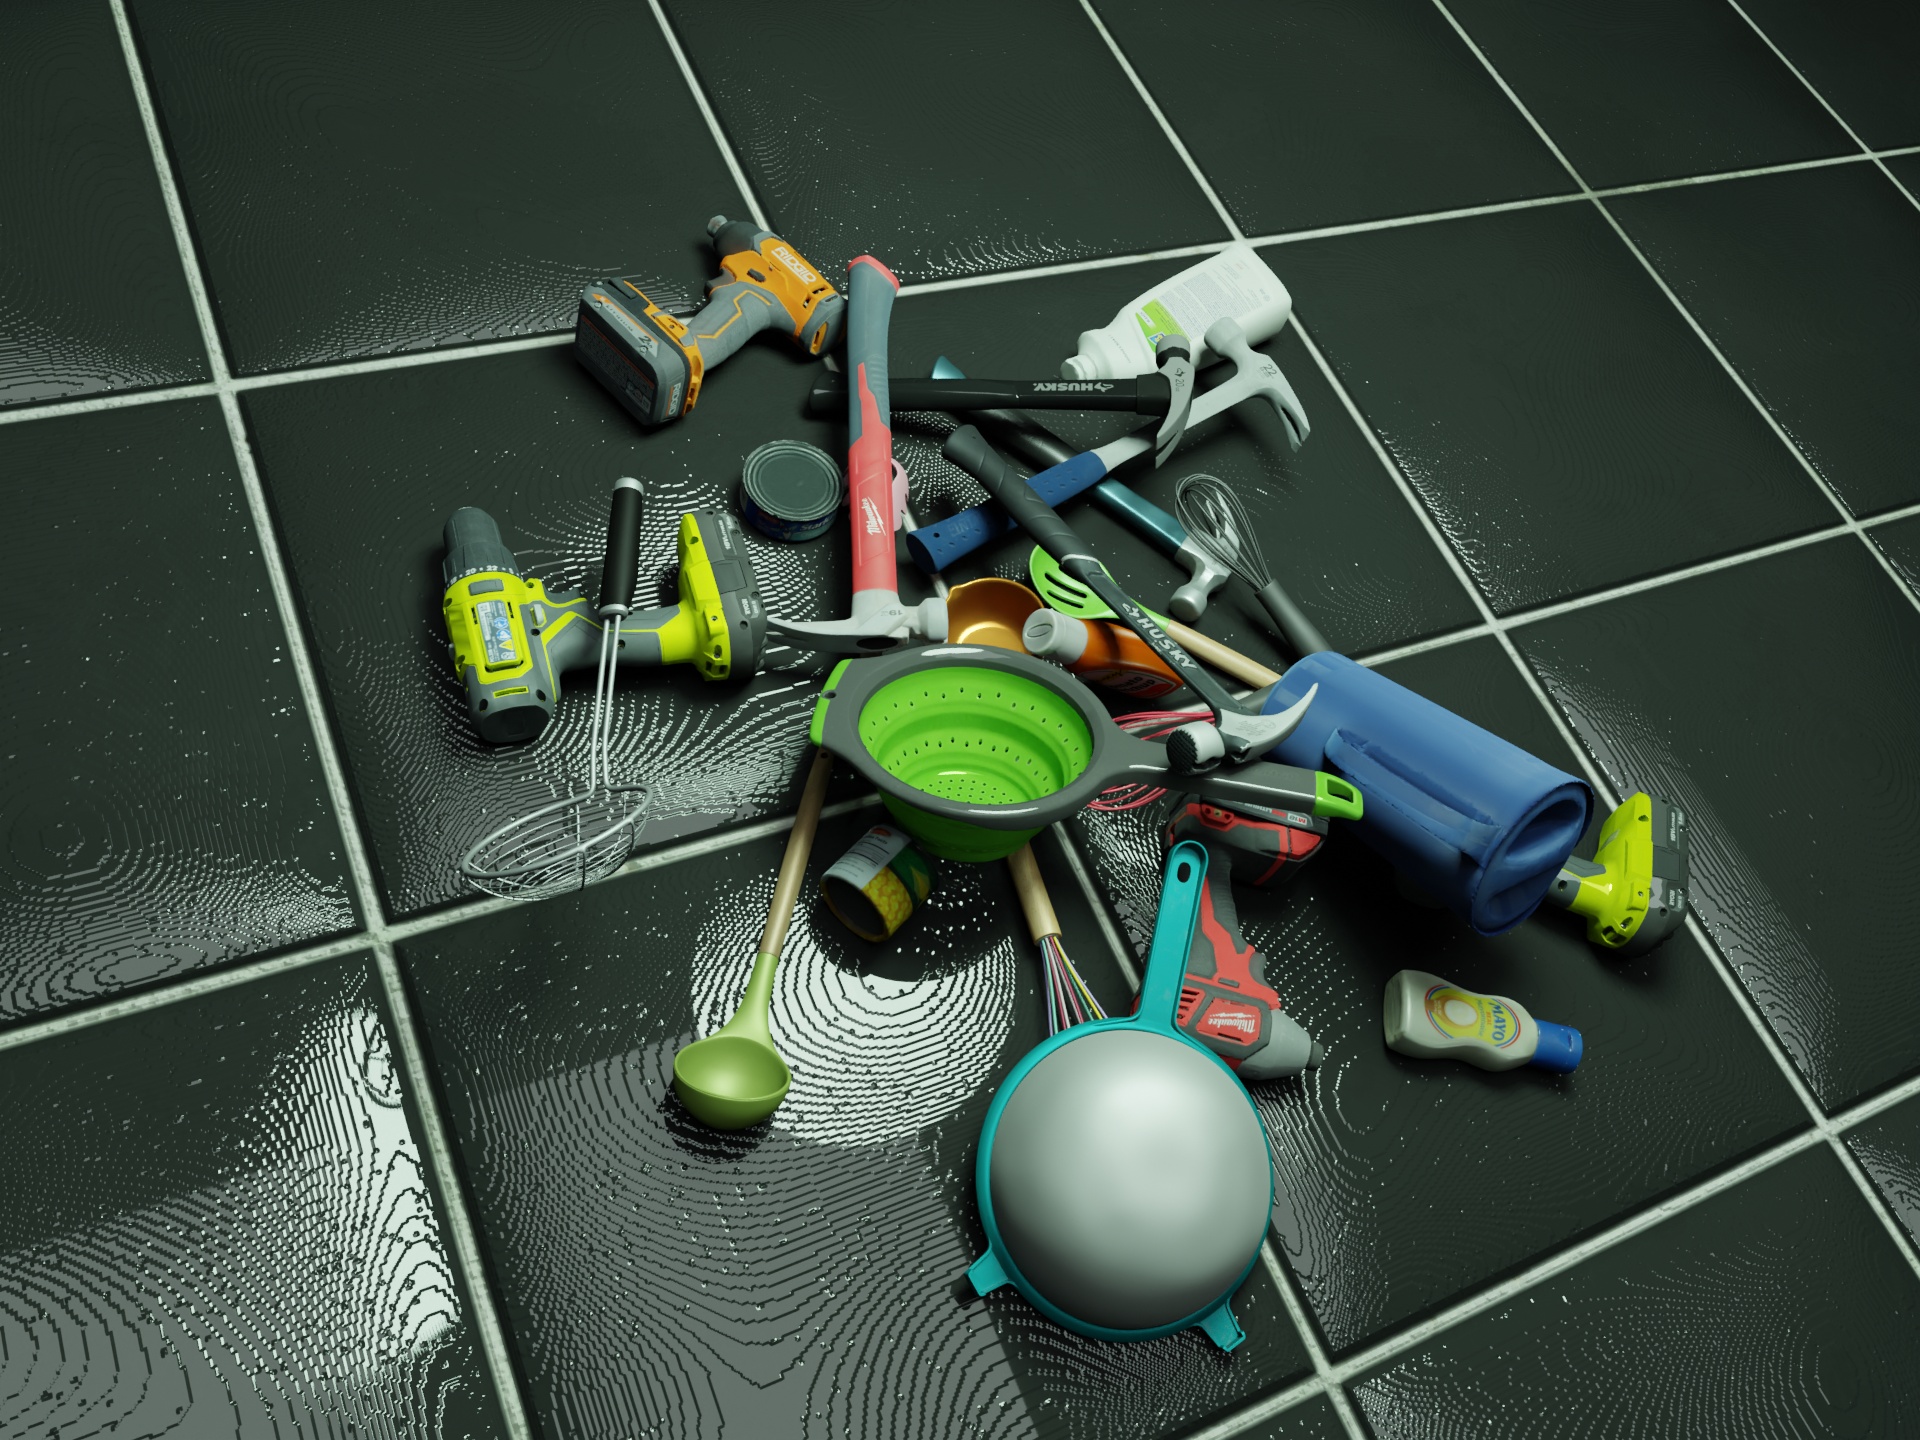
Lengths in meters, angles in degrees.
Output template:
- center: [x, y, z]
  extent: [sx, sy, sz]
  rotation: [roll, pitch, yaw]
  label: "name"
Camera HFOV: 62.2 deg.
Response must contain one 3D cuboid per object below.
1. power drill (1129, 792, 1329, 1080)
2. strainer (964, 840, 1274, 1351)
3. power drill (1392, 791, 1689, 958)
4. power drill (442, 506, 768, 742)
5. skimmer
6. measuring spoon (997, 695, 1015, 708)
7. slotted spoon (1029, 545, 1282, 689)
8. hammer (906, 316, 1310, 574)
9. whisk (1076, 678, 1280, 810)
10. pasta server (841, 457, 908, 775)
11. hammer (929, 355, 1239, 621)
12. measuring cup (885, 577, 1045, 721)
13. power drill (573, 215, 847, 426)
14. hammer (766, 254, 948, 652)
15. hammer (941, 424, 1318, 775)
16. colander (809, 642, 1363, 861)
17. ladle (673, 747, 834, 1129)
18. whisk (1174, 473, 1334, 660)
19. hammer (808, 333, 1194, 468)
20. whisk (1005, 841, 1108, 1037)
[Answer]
- center: [0.211, 0.160, 1.195]
  extent: [0.143, 0.078, 0.220]
  rotation: [17, 59, -5]
  label: "power drill"
- center: [0.135, 0.239, 1.056]
  extent: [0.211, 0.095, 0.340]
  rotation: [16, 74, -8]
  label: "strainer"
- center: [0.474, 0.094, 1.309]
  extent: [0.223, 0.080, 0.171]
  rotation: [18, 57, 0]
  label: "power drill"
- center: [-0.276, -0.092, 1.212]
  extent: [0.228, 0.080, 0.191]
  rotation: [-11, 63, -19]
  label: "power drill"
- center: [-0.259, -0.039, 1.089]
  extent: [0.127, 0.090, 0.364]
  rotation: [-13, 56, 19]
  label: "skimmer"
- center: [-0.002, -0.004, 1.268]
  extent: [0.124, 0.018, 0.034]
  rotation: [-7, 62, -19]
  label: "measuring spoon"
- center: [0.197, -0.065, 1.358]
  extent: [0.314, 0.031, 0.070]
  rotation: [27, 62, -1]
  label: "slotted spoon"
- center: [0.132, -0.226, 1.390]
  extent: [0.405, 0.035, 0.144]
  rotation: [-30, 72, -23]
  label: "hammer"
- center: [0.204, 0.003, 1.287]
  extent: [0.296, 0.073, 0.073]
  rotation: [-21, 67, -26]
  label: "whisk"
- center: [-0.072, -0.095, 1.302]
  extent: [0.060, 0.040, 0.316]
  rotation: [7, 62, -12]
  label: "pasta server"
- center: [0.105, -0.223, 1.425]
  extent: [0.331, 0.033, 0.128]
  rotation: [35, 57, 7]
  label: "hammer"
- center: [-0.004, -0.040, 1.273]
  extent: [0.095, 0.052, 0.173]
  rotation: [41, 68, 20]
  label: "measuring cup"
- center: [-0.224, -0.362, 1.392]
  extent: [0.164, 0.084, 0.226]
  rotation: [45, 54, 14]
  label: "power drill"
- center: [-0.091, -0.229, 1.317]
  extent: [0.143, 0.038, 0.387]
  rotation: [-2, 62, -4]
  label: "hammer"
- center: [0.110, -0.111, 1.238]
  extent: [0.149, 0.036, 0.409]
  rotation: [-13, 48, -35]
  label: "hammer"
- center: [0.088, 0.052, 1.165]
  extent: [0.397, 0.094, 0.205]
  rotation: [10, 37, 4]
  label: "colander"
- center: [-0.129, 0.139, 1.123]
  extent: [0.078, 0.062, 0.320]
  rotation: [13, 54, 0]
  label: "ladle"
- center: [0.263, -0.115, 1.372]
  extent: [0.055, 0.055, 0.239]
  rotation: [-39, 93, -31]
  label: "whisk"
- center: [0.035, -0.280, 1.382]
  extent: [0.335, 0.035, 0.146]
  rotation: [1, 49, 5]
  label: "hammer"
- center: [0.067, 0.181, 1.162]
  extent: [0.051, 0.047, 0.245]
  rotation: [-1, 55, -27]
  label: "whisk"
